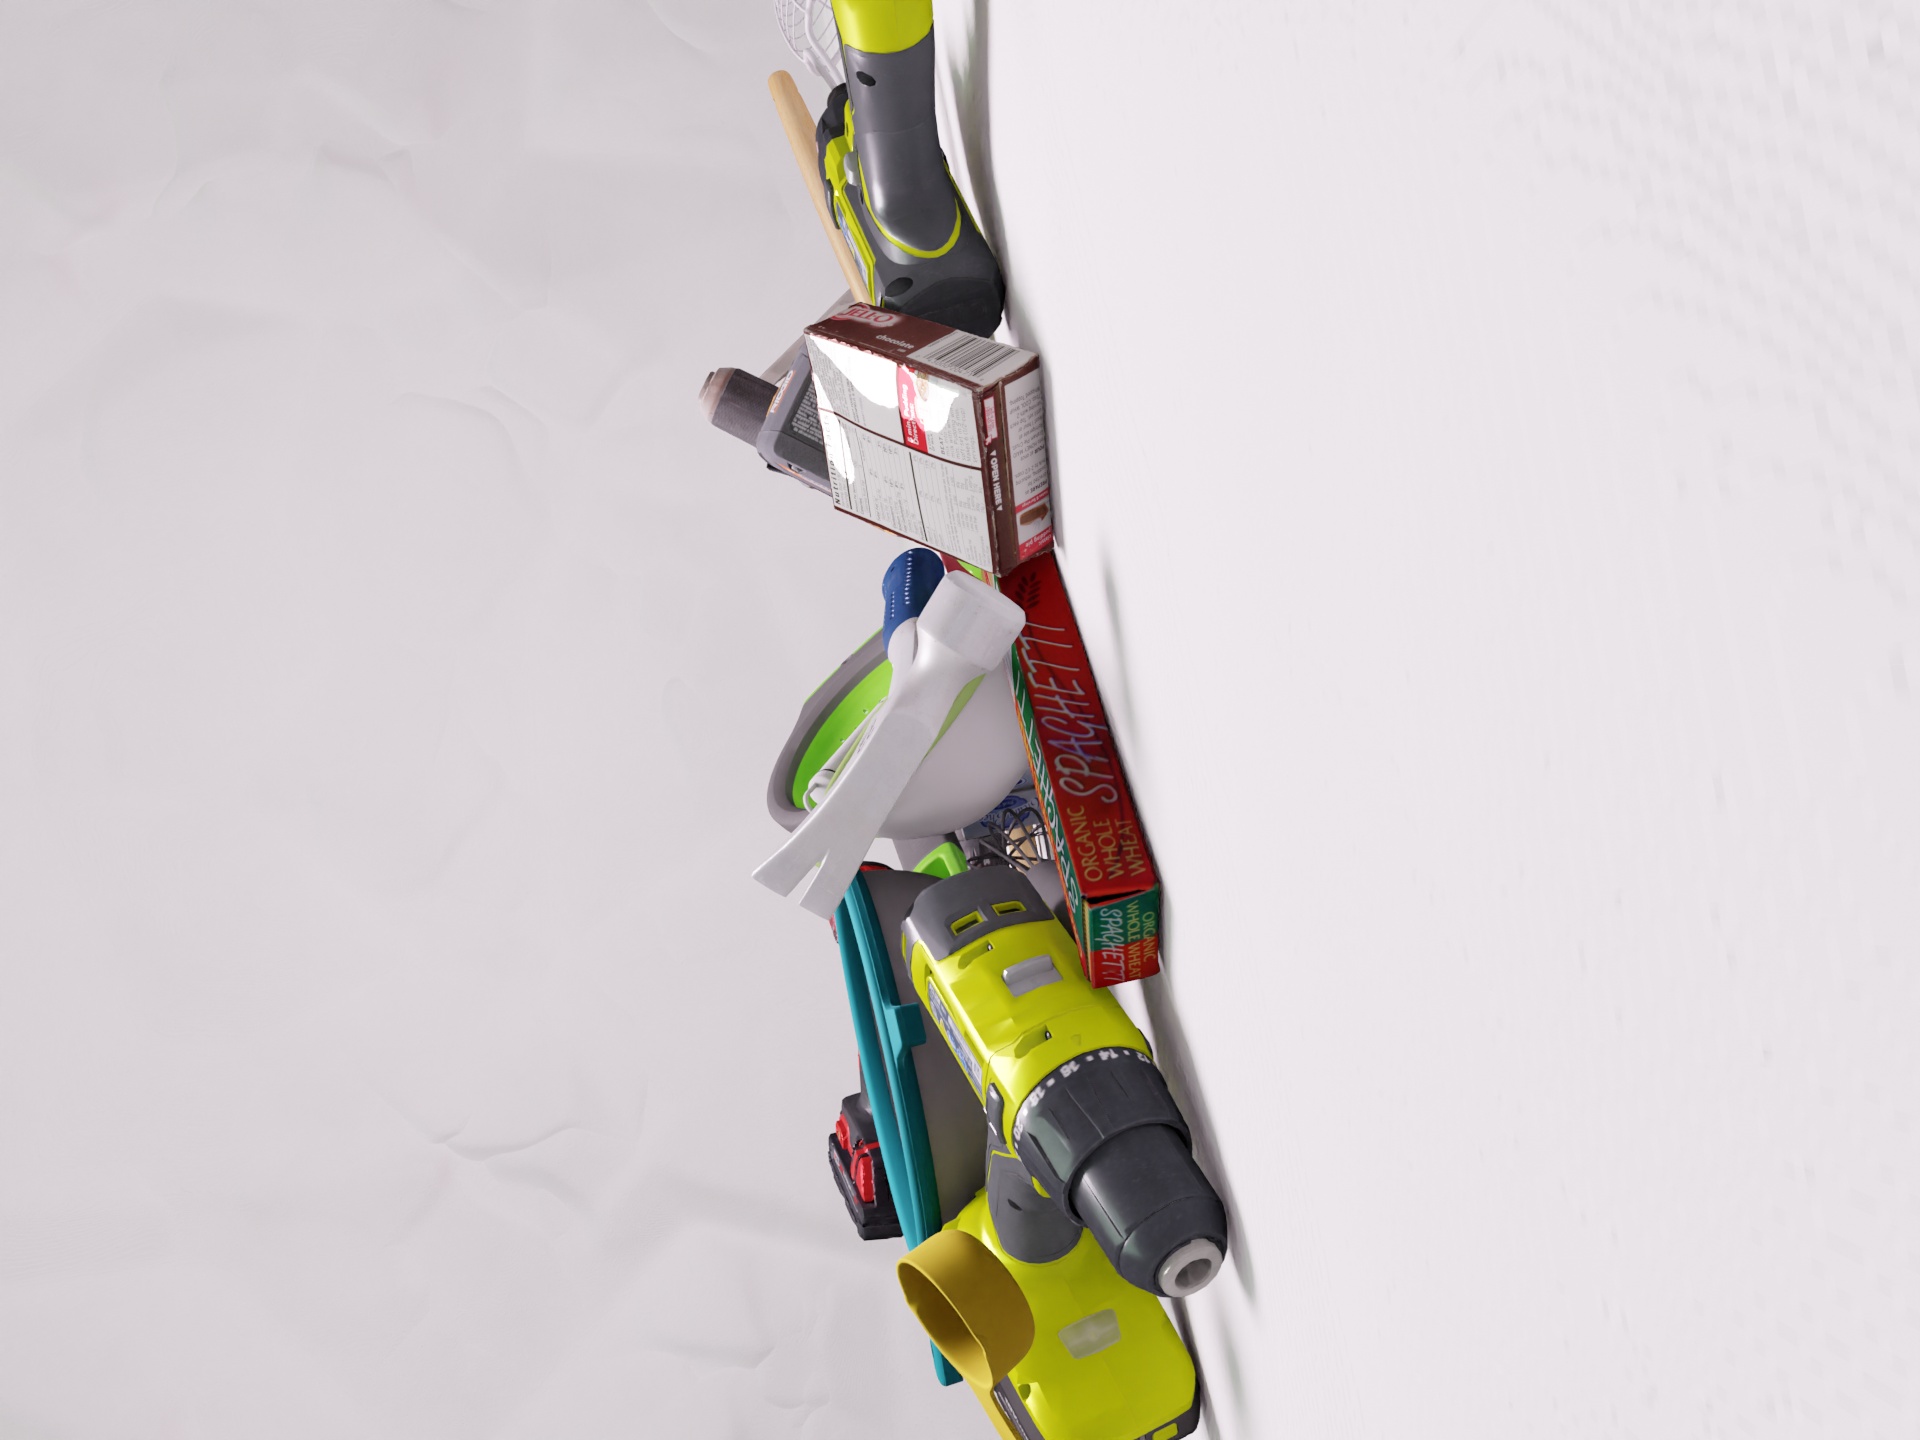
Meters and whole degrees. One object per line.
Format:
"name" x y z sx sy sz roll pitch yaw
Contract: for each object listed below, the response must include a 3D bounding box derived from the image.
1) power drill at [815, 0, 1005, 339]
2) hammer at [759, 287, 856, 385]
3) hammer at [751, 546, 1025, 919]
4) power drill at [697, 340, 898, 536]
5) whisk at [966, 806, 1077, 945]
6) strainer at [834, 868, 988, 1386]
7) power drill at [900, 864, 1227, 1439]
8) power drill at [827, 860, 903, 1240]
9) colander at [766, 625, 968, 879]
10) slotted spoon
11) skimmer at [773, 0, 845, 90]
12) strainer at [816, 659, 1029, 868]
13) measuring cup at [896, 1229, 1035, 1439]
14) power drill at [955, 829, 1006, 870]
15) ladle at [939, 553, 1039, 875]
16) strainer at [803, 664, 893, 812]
"power drill" -0.039 -0.287 0.675 0.223 0.080 0.171 81 169 -57
"hammer" -0.058 -0.250 1.019 0.036 0.149 0.359 44 -177 -18
"hammer" -0.030 -0.031 0.760 0.144 0.035 0.406 -57 8 11
"power drill" -0.078 -0.175 0.979 0.084 0.185 0.226 -64 7 2
"whisk" 0.043 0.078 0.736 0.239 0.055 0.055 -152 53 -81
"strainer" 0.007 0.222 0.846 0.211 0.095 0.340 -118 18 -61
"power drill" 0.044 0.194 0.628 0.191 0.080 0.228 -128 25 -50
"power drill" -0.043 0.212 1.029 0.143 0.078 0.219 -145 50 -69
"colander" -0.021 0.050 1.078 0.094 0.204 0.397 44 -173 -23
"slotted spoon" -0.039 -0.204 0.825 0.070 0.031 0.314 57 -170 -79
"skimmer" -0.020 -0.305 0.837 0.127 0.090 0.363 105 146 -68
"strainer" -0.001 -0.003 0.861 0.069 0.151 0.256 38 -166 -9
"measuring cup" 0.027 0.261 0.606 0.156 0.029 0.062 61 154 -11
"power drill" 0.016 0.137 1.163 0.227 0.080 0.188 -98 -1 -87
"ladle" 0.031 0.041 0.995 0.069 0.031 0.315 -46 -55 -81
"strainer" -0.041 -0.009 0.956 0.087 0.050 0.258 54 -149 -10
